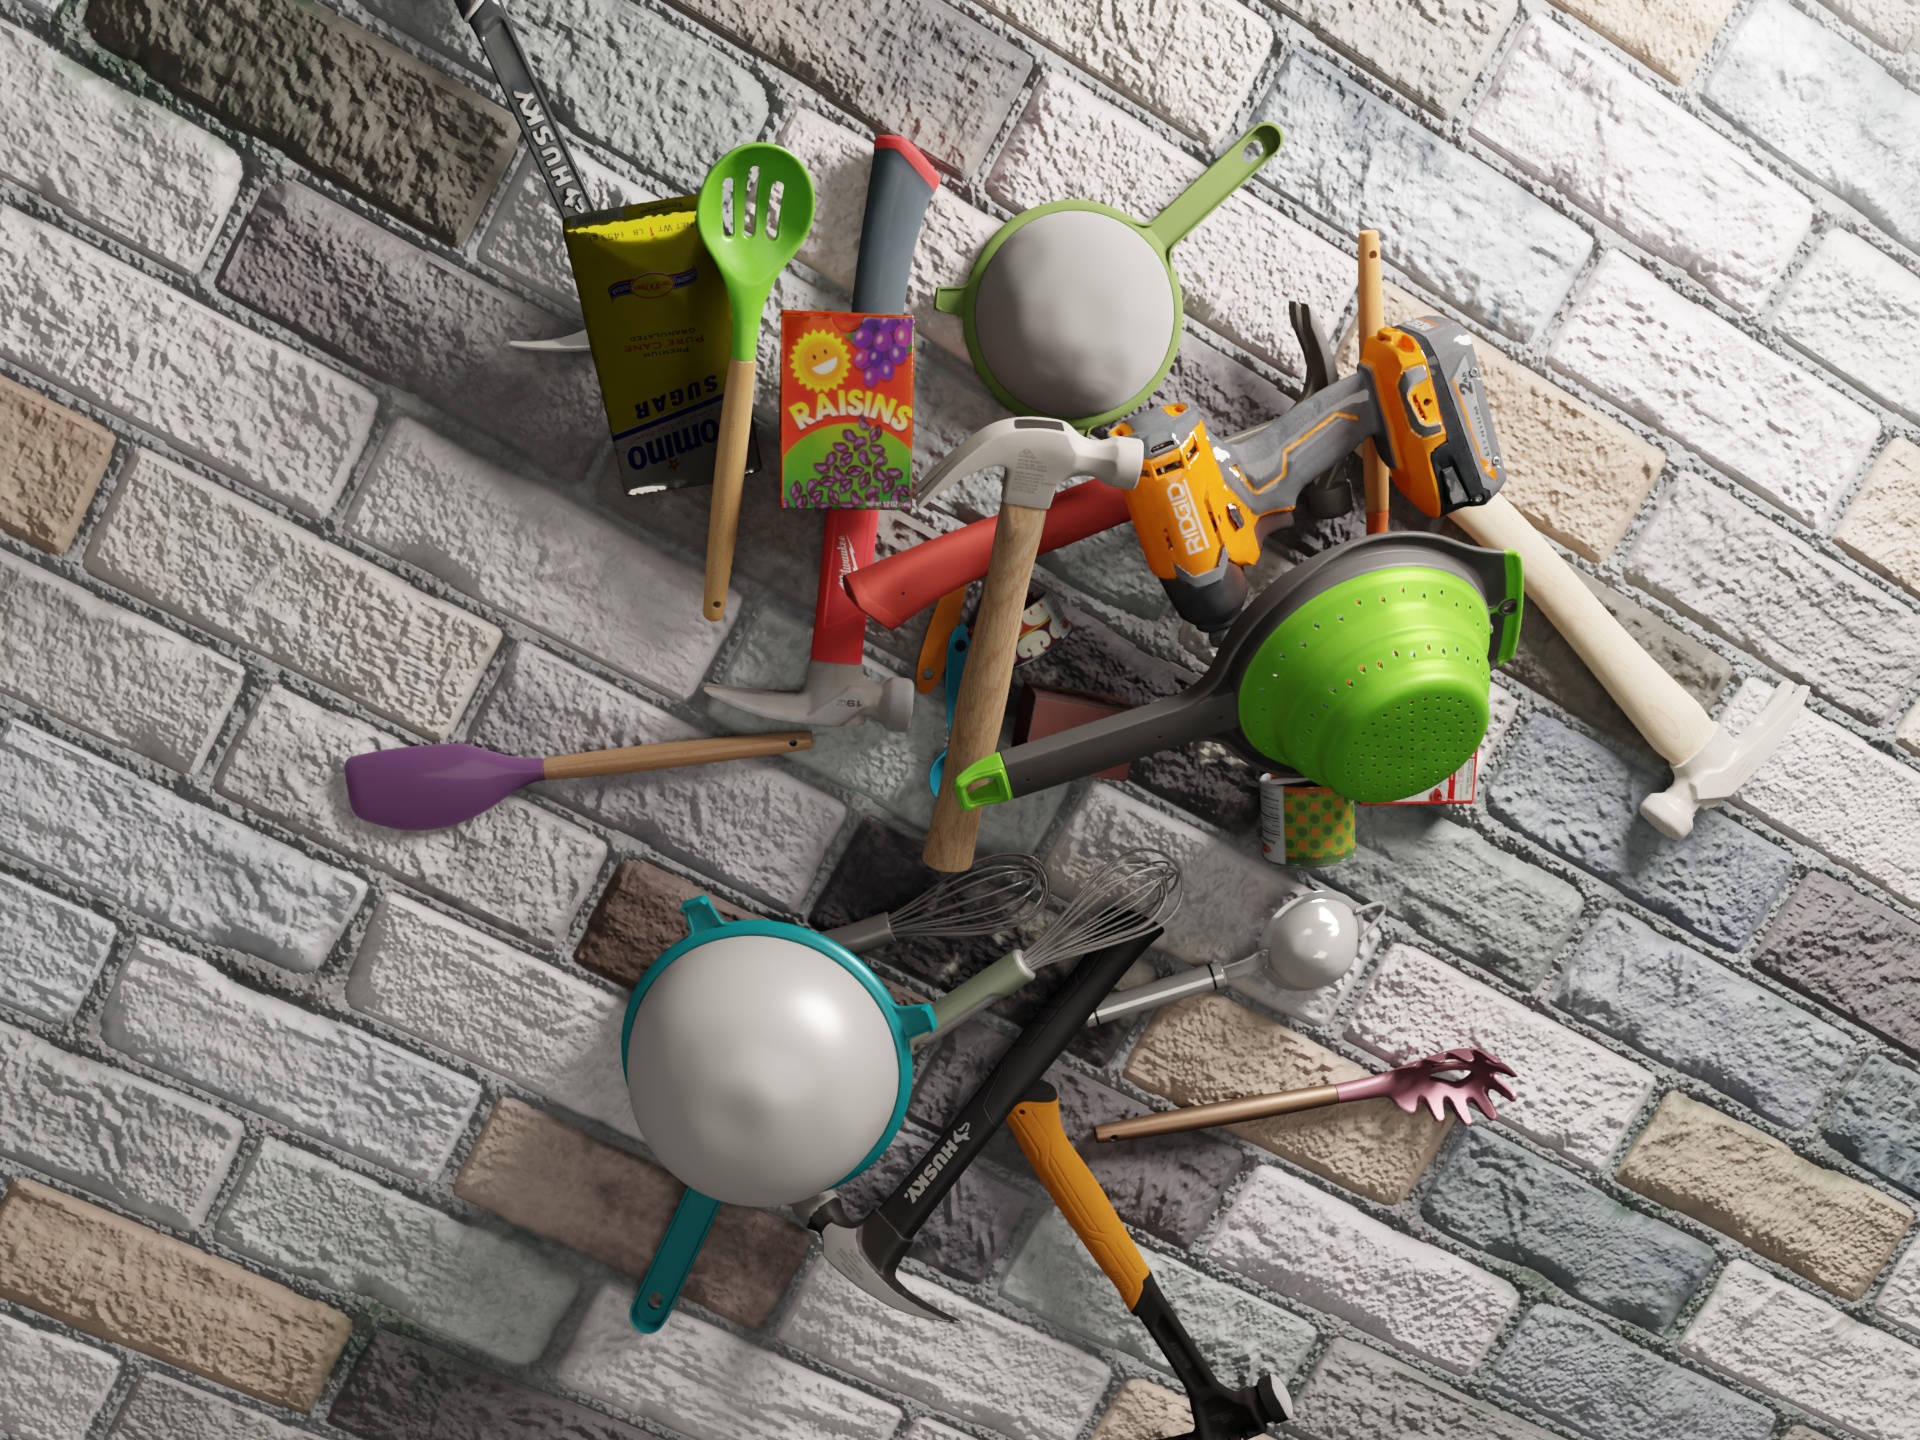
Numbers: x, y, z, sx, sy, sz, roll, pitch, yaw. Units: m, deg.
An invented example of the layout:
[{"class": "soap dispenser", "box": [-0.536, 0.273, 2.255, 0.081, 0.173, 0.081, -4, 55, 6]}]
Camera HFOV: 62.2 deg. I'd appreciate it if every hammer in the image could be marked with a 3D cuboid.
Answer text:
[{"class": "hammer", "box": [-0.293, -0.424, 0.987, 0.149, 0.036, 0.408, -25, 102, 0]}, {"class": "hammer", "box": [0.031, 0.271, 1.135, 0.335, 0.146, 0.035, -51, 147, -2]}, {"class": "hammer", "box": [0.117, 0.414, 1.196, 0.127, 0.034, 0.336, -29, 100, 12]}, {"class": "hammer", "box": [0.017, -0.039, 1.032, 0.130, 0.031, 0.331, 8, 121, -7]}, {"class": "hammer", "box": [0.091, -0.152, 1.056, 0.359, 0.037, 0.149, -21, 113, -9]}, {"class": "hammer", "box": [-0.081, -0.188, 1.057, 0.143, 0.038, 0.386, 6, 100, -6]}, {"class": "hammer", "box": [0.433, -0.099, 1.136, 0.410, 0.038, 0.146, 43, 92, -12]}]

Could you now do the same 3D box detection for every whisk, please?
[{"class": "whisk", "box": [-0.050, 0.149, 1.127, 0.239, 0.055, 0.055, -19, 103, 2]}, {"class": "whisk", "box": [0.053, 0.169, 1.125, 0.246, 0.057, 0.059, -35, 62, 14]}]

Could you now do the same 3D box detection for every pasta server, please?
[{"class": "pasta server", "box": [0.257, 0.289, 1.192, 0.316, 0.040, 0.060, -8, 114, -4]}]

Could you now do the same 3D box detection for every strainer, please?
[{"class": "strainer", "box": [0.196, 0.187, 1.165, 0.258, 0.050, 0.086, -17, 117, 0]}, {"class": "strainer", "box": [0.118, -0.302, 1.041, 0.256, 0.069, 0.151, -42, 103, 4]}, {"class": "strainer", "box": [-0.170, 0.305, 1.099, 0.211, 0.095, 0.340, 26, 104, 2]}]

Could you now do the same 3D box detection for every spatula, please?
[{"class": "spatula", "box": [-0.258, 0.033, 1.090, 0.316, 0.018, 0.059, -7, 103, -4]}, {"class": "spatula", "box": [0.285, -0.164, 1.074, 0.081, 0.041, 0.322, -11, 112, -6]}]

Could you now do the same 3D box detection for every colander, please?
[{"class": "colander", "box": [0.194, 0.011, 1.025, 0.397, 0.095, 0.204, -18, 136, -1]}]

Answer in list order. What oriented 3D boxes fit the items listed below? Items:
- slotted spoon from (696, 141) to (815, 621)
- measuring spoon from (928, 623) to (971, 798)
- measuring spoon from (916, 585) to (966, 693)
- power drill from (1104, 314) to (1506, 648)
[{"class": "slotted spoon", "box": [-0.141, -0.202, 0.992, 0.070, 0.031, 0.313, -1, 122, -20]}, {"class": "measuring spoon", "box": [-0.002, -0.004, 1.114, 0.042, 0.021, 0.128, 0, 96, -9]}, {"class": "measuring spoon", "box": [-0.011, -0.074, 1.104, 0.021, 0.011, 0.117, 12, 103, -19]}, {"class": "power drill", "box": [0.223, -0.149, 1.020, 0.226, 0.084, 0.164, -21, 111, 4]}]
